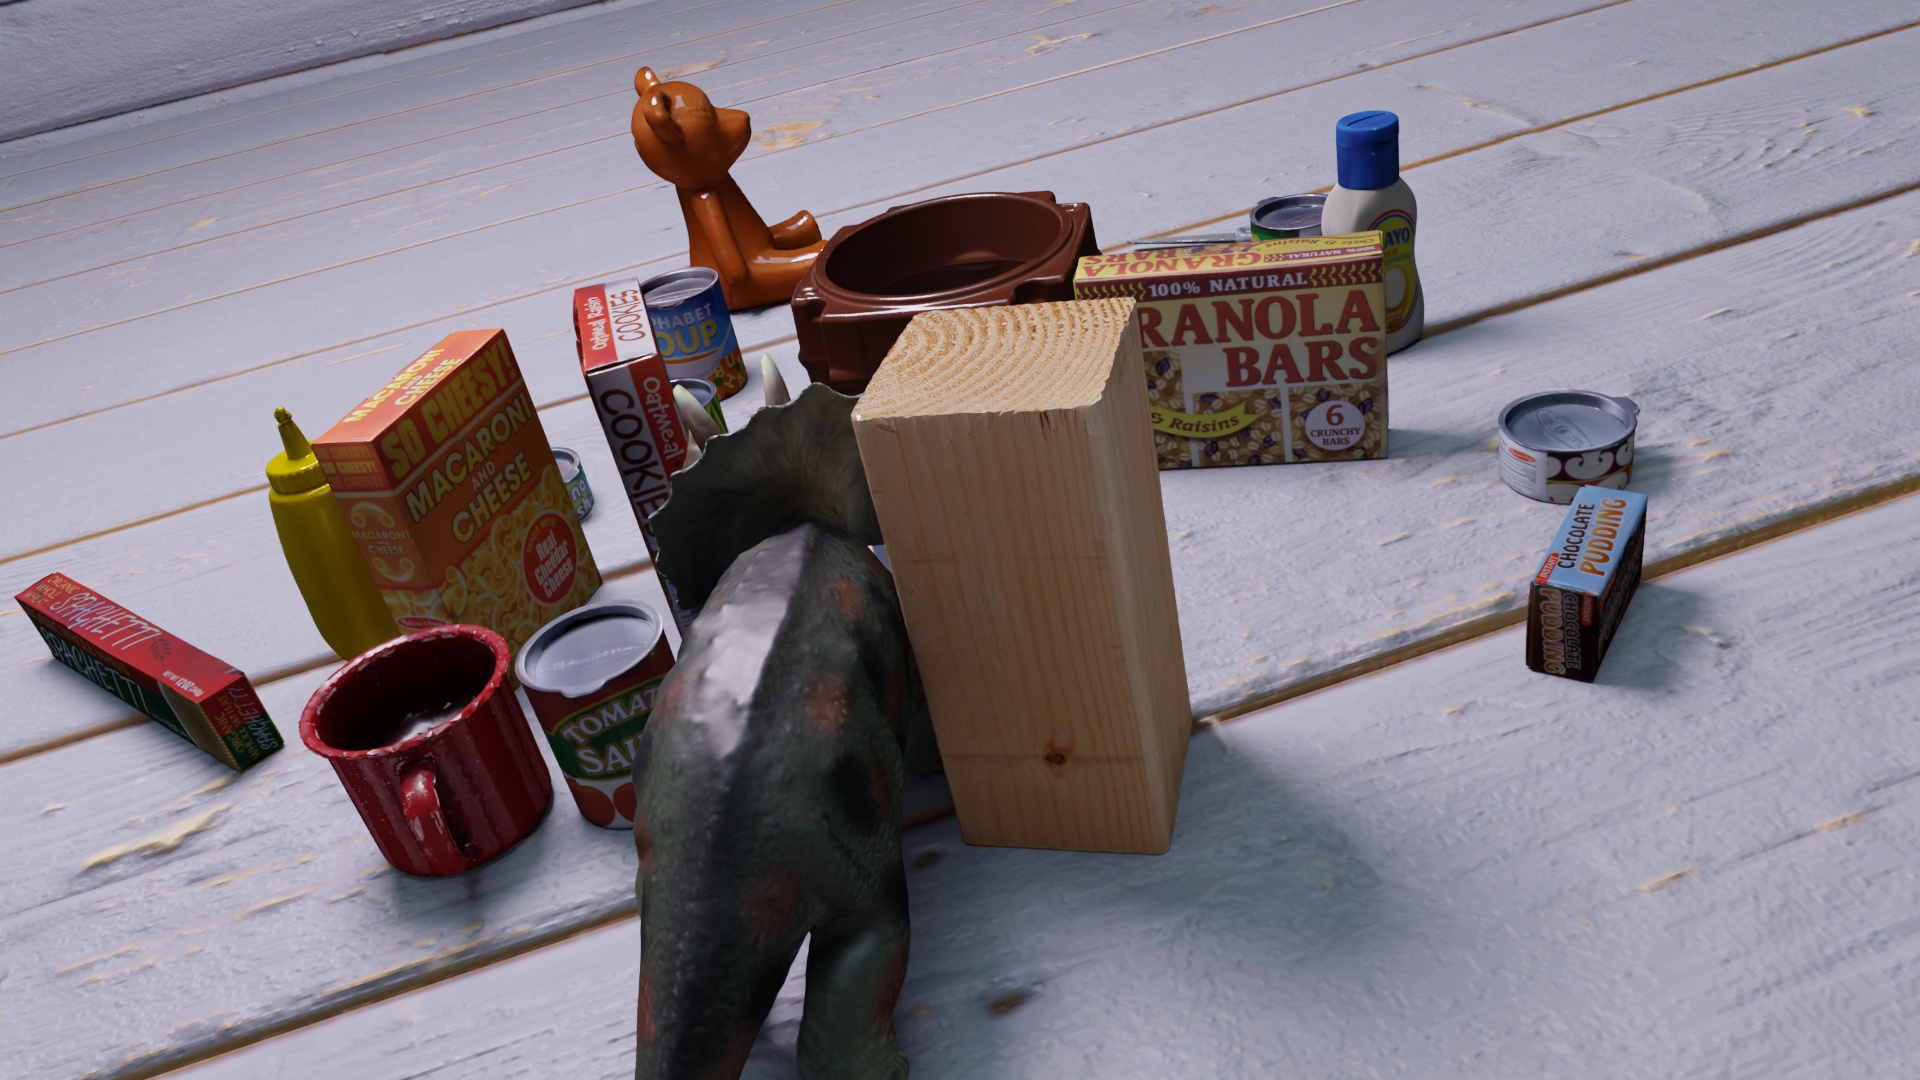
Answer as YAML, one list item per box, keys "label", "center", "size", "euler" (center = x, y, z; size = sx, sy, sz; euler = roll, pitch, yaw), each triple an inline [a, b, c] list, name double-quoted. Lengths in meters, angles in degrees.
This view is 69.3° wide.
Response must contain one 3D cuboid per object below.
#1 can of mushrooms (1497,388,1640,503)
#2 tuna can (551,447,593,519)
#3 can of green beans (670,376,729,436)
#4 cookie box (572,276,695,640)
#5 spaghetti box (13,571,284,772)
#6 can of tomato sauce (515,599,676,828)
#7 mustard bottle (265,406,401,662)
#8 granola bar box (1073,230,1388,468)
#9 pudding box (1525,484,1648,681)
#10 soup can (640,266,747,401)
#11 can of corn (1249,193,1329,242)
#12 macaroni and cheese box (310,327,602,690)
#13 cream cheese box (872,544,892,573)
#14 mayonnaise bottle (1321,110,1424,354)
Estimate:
- label: "can of mushrooms"
  center: [0.318, -0.050, 0.726]
  size: [0.071, 0.033, 0.071]
  euler: [-9, 32, 6]
- label: "tuna can"
  center: [-0.272, -0.030, 0.899]
  size: [0.071, 0.032, 0.071]
  euler: [-9, 32, 6]
- label: "can of green beans"
  center: [-0.183, -0.065, 0.900]
  size: [0.071, 0.057, 0.071]
  euler: [-9, 32, 6]
- label: "cookie box"
  center: [-0.166, -0.045, 0.757]
  size: [0.040, 0.166, 0.123]
  euler: [-18, 32, -9]
- label: "spaghetti box"
  center: [-0.467, 0.070, 0.789]
  size: [0.250, 0.050, 0.029]
  euler: [14, 40, 36]
- label: "can of tomato sauce"
  center: [-0.156, 0.080, 0.634]
  size: [0.071, 0.082, 0.071]
  euler: [-9, 31, 6]
- label: "mustard bottle"
  center: [-0.338, -0.005, 0.760]
  size: [0.049, 0.159, 0.066]
  euler: [3, 34, 23]
- label: "granola bar box"
  center: [0.154, -0.103, 0.781]
  size: [0.165, 0.123, 0.039]
  euler: [-2, 33, 16]
- label: "pudding box"
  center: [0.278, 0.017, 0.617]
  size: [0.030, 0.049, 0.084]
  euler: [12, 39, 35]
- label: "soup can"
  center: [-0.197, -0.146, 1.009]
  size: [0.071, 0.083, 0.072]
  euler: [-9, 31, 6]
- label: "can of corn"
  center: [0.238, -0.206, 0.979]
  size: [0.071, 0.058, 0.071]
  euler: [-9, 32, 6]
- label: "macaroni and cheese box"
  center: [-0.260, -0.010, 0.735]
  size: [0.040, 0.165, 0.124]
  euler: [-1, 33, 18]
- label: "cream cheese box"
  center: [0.003, -0.009, 0.751]
  size: [0.104, 0.053, 0.024]
  euler: [-5, 32, 11]
- label: "mayonnaise bottle"
  center: [0.253, -0.187, 0.858]
  size: [0.065, 0.147, 0.041]
  euler: [-22, 32, -15]
